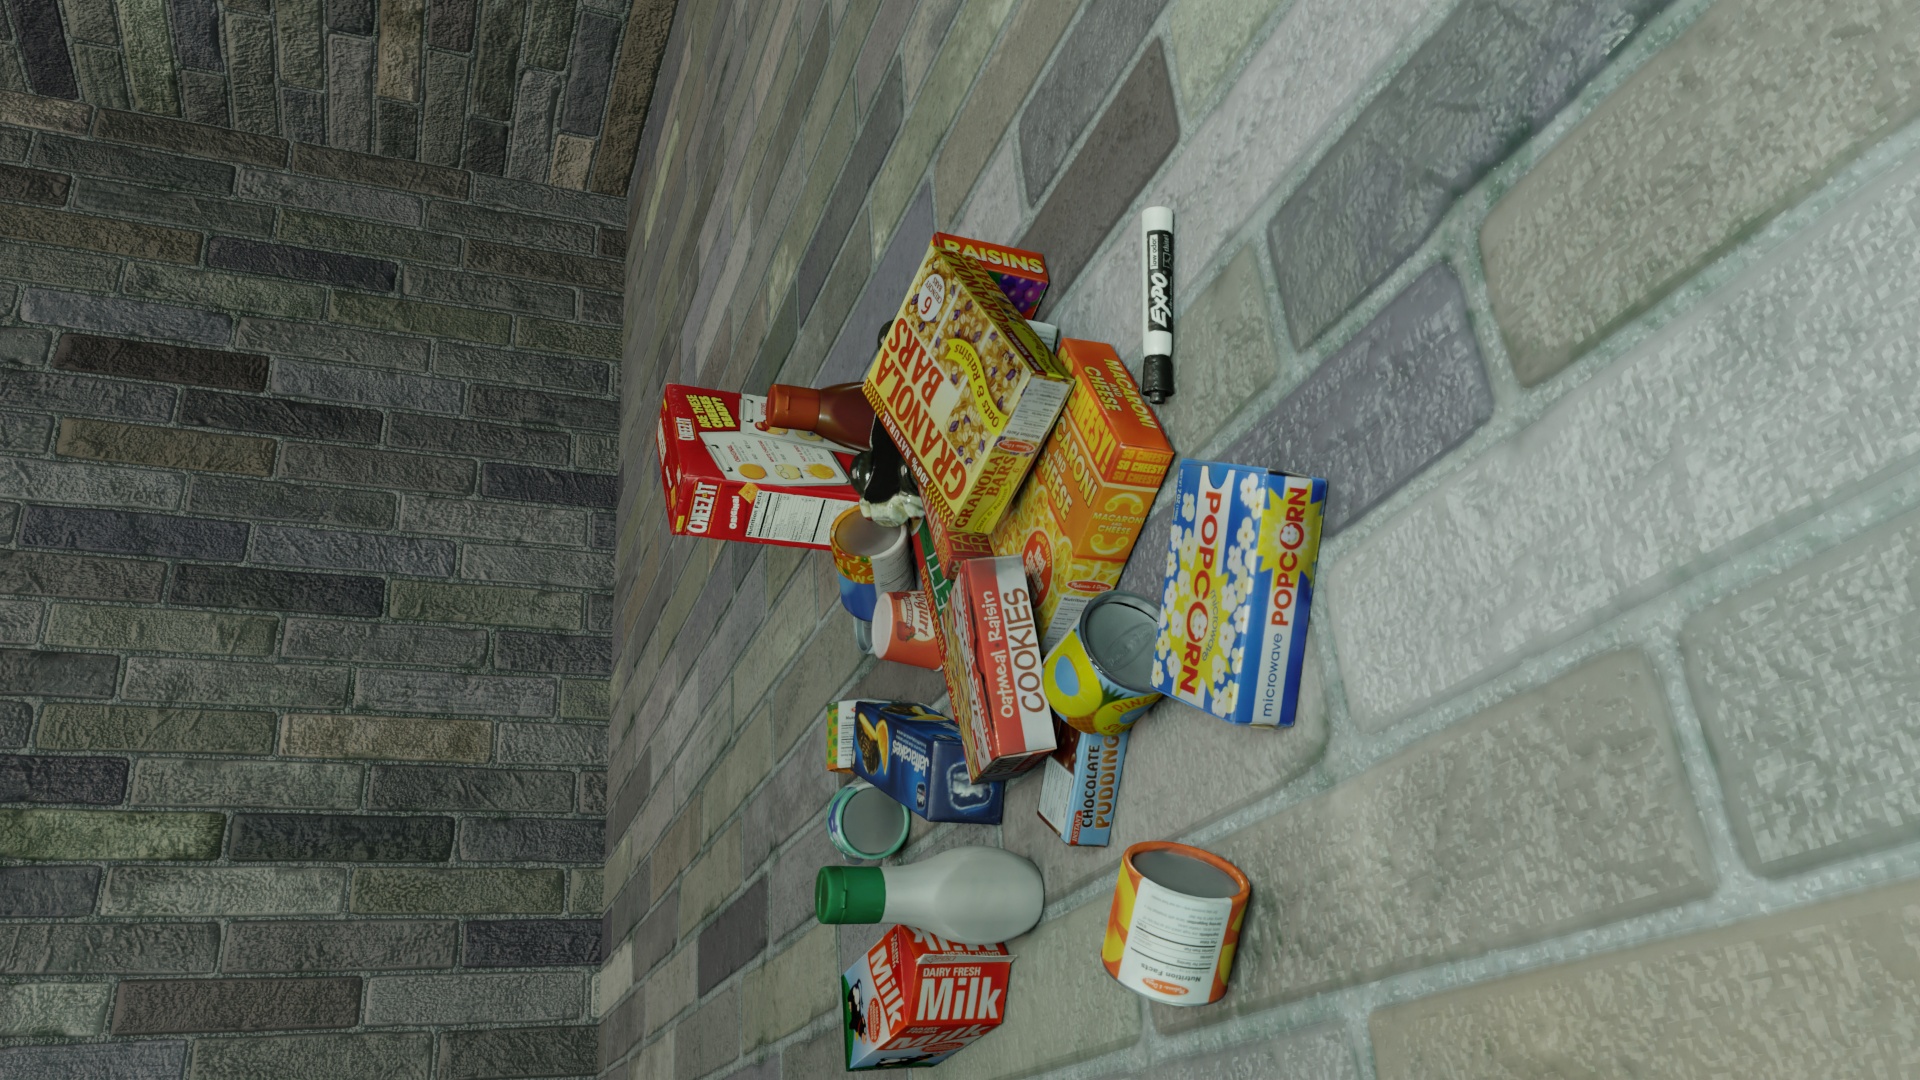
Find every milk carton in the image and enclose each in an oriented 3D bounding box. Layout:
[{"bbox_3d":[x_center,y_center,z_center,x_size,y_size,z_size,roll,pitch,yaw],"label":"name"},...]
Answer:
[{"bbox_3d":[-0.026,0.327,1.006,0.189,0.072,0.074,125,145,-51],"label":"milk carton"}]

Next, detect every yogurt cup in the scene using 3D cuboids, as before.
[{"bbox_3d":[-0.039,0.071,1.134,0.072,0.054,0.072,-173,89,-70],"label":"yogurt cup"}]

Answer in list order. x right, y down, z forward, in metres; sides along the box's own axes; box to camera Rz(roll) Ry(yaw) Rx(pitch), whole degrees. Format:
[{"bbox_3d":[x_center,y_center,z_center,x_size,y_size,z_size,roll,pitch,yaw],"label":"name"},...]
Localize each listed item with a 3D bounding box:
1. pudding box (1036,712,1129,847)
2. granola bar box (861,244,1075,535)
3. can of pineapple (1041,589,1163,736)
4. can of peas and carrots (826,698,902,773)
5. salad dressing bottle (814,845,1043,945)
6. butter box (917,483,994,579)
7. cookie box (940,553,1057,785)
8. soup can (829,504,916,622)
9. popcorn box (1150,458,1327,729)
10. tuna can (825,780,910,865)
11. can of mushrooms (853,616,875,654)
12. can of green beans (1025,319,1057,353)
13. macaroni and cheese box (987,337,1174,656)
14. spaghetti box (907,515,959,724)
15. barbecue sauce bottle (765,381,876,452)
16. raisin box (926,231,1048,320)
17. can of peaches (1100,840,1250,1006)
[{"bbox_3d":[0.075,0.140,0.854,0.050,0.030,0.083,-150,68,-68],"label":"pudding box"},{"bbox_3d":[0.001,-0.102,0.929,0.123,0.039,0.166,-61,39,27],"label":"granola bar box"},{"bbox_3d":[0.087,0.072,0.793,0.057,0.071,0.071,122,147,-50],"label":"can of pineapple"},{"bbox_3d":[-0.083,0.171,1.207,0.070,0.071,0.059,146,126,-63],"label":"can of peas and carrots"},{"bbox_3d":[-0.020,0.232,0.912,0.044,0.148,0.064,167,107,-68],"label":"salad dressing bottle"},{"bbox_3d":[0.004,-0.013,1.047,0.104,0.053,0.024,-106,28,-44],"label":"butter box"},{"bbox_3d":[0.021,0.089,0.908,0.167,0.040,0.123,110,151,-73],"label":"cookie box"},{"bbox_3d":[-0.076,0.017,1.183,0.083,0.071,0.072,84,173,-48],"label":"soup can"},{"bbox_3d":[0.140,0.025,0.708,0.085,0.038,0.126,-162,79,-70],"label":"popcorn box"},{"bbox_3d":[-0.078,0.238,1.171,0.032,0.071,0.071,156,118,-65],"label":"tuna can"},{"bbox_3d":[-0.070,0.067,1.243,0.071,0.033,0.071,-174,89,-69],"label":"can of mushrooms"},{"bbox_3d":[0.032,-0.128,0.985,0.071,0.071,0.057,-155,72,-68],"label":"can of green beans"},{"bbox_3d":[0.073,-0.027,0.892,0.124,0.040,0.165,-110,32,-49],"label":"macaroni and cheese box"},{"bbox_3d":[-0.006,0.036,1.094,0.251,0.029,0.049,-105,29,-43],"label":"spaghetti box"},{"bbox_3d":[-0.088,-0.106,1.176,0.043,0.149,0.065,171,103,-68],"label":"barbecue sauce bottle"},{"bbox_3d":[0.004,-0.164,1.041,0.040,0.086,0.122,-99,25,-44],"label":"raisin box"},{"bbox_3d":[0.109,0.192,0.707,0.071,0.071,0.058,-141,59,-65],"label":"can of peaches"}]
